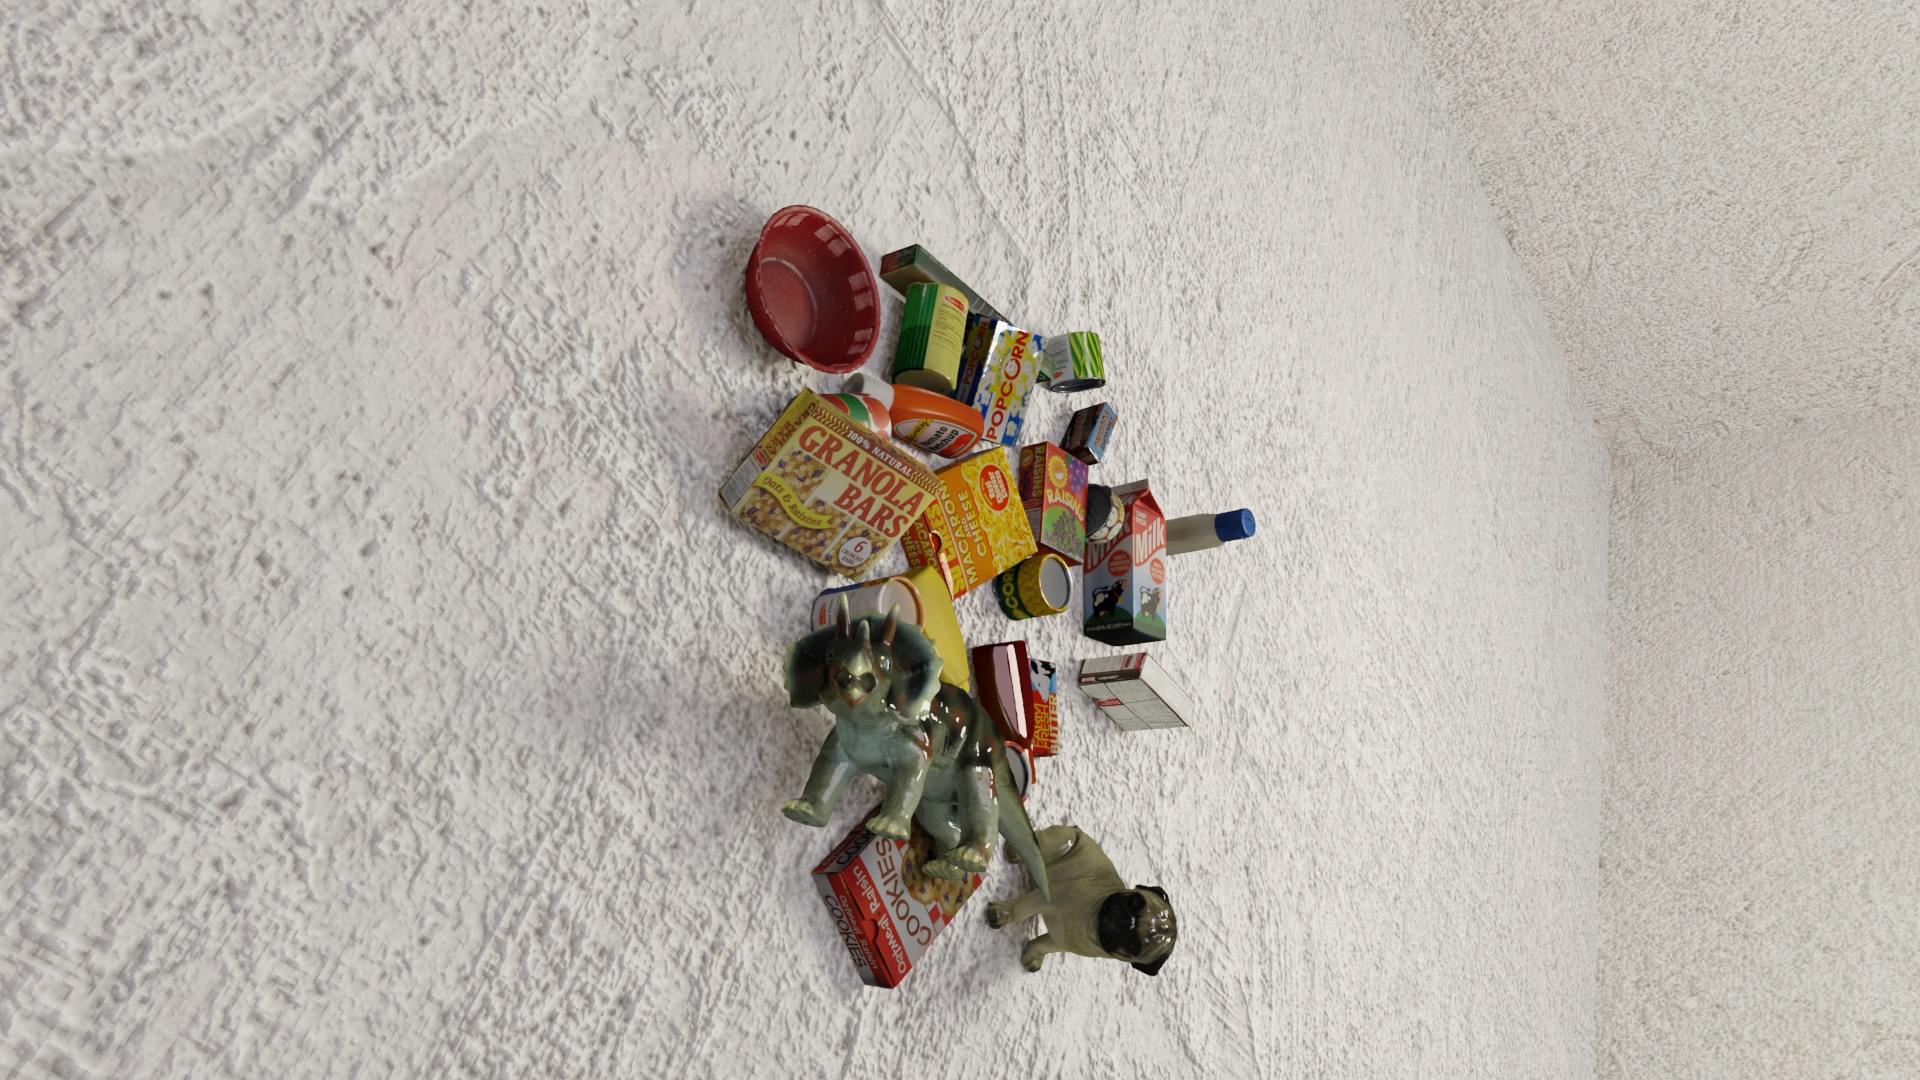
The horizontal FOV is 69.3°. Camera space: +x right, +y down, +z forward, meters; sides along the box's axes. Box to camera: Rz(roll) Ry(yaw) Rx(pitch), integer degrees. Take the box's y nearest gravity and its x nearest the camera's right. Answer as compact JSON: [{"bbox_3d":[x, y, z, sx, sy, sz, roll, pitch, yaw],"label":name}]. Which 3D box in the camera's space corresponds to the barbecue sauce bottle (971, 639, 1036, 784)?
[{"bbox_3d":[0.050,0.179,1.436,0.065,0.043,0.148,-4,83,-49],"label":"barbecue sauce bottle"}]

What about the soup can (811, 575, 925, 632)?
[{"bbox_3d":[-0.082,0.070,1.267,0.071,0.083,0.071,19,65,-48],"label":"soup can"}]

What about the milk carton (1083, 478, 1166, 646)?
[{"bbox_3d":[0.194,0.023,1.638,0.073,0.072,0.191,22,63,-47],"label":"milk carton"}]

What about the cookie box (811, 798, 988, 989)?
[{"bbox_3d":[-0.051,0.306,1.274,0.168,0.040,0.122,-39,111,-49],"label":"cookie box"}]

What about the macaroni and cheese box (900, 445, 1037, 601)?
[{"bbox_3d":[0.005,-0.018,1.437,0.167,0.040,0.123,-28,102,-51],"label":"macaroni and cheese box"}]

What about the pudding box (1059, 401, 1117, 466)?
[{"bbox_3d":[0.150,-0.123,1.642,0.030,0.049,0.084,51,45,-28],"label":"pudding box"}]

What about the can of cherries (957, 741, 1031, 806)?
[{"bbox_3d":[0.028,0.235,1.379,0.071,0.058,0.071,19,66,-49],"label":"can of cherries"}]

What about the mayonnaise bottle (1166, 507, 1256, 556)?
[{"bbox_3d":[0.288,-0.010,1.704,0.065,0.148,0.041,20,65,-48],"label":"mayonnaise bottle"}]

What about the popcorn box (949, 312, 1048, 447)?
[{"bbox_3d":[0.037,-0.169,1.479,0.085,0.038,0.126,12,97,-45],"label":"popcorn box"}]

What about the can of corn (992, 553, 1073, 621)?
[{"bbox_3d":[0.079,0.050,1.496,0.071,0.058,0.071,19,65,-48],"label":"can of corn"}]

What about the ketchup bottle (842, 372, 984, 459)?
[{"bbox_3d":[-0.049,-0.127,1.386,0.149,0.064,0.044,20,50,-38],"label":"ketchup bottle"}]

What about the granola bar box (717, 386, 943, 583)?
[{"bbox_3d":[-0.114,-0.046,1.237,0.165,0.124,0.039,32,13,-43],"label":"granola bar box"}]

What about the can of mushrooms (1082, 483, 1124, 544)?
[{"bbox_3d":[0.156,-0.032,1.607,0.033,0.071,0.071,29,59,-47],"label":"can of mushrooms"}]

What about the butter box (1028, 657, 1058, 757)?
[{"bbox_3d":[0.081,0.179,1.489,0.053,0.024,0.103,17,67,-49],"label":"butter box"}]

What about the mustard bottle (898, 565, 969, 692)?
[{"bbox_3d":[-0.026,0.107,1.356,0.065,0.048,0.160,-31,105,-50],"label":"mustard bottle"}]

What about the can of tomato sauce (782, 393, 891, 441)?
[{"bbox_3d":[-0.114,-0.103,1.288,0.083,0.071,0.071,-8,87,-53],"label":"can of tomato sauce"}]

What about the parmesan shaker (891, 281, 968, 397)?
[{"bbox_3d":[-0.033,-0.204,1.422,0.071,0.071,0.103,33,56,-42],"label":"parmesan shaker"}]

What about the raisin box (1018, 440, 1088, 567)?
[{"bbox_3d":[0.104,-0.039,1.569,0.086,0.040,0.124,26,62,-45],"label":"raisin box"}]

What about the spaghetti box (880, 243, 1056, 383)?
[{"bbox_3d":[0.014,-0.238,1.502,0.249,0.050,0.029,33,58,-42],"label":"spaghetti box"}]

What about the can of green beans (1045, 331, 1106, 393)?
[{"bbox_3d":[0.135,-0.209,1.634,0.071,0.071,0.058,3,78,-51],"label":"can of green beans"}]
